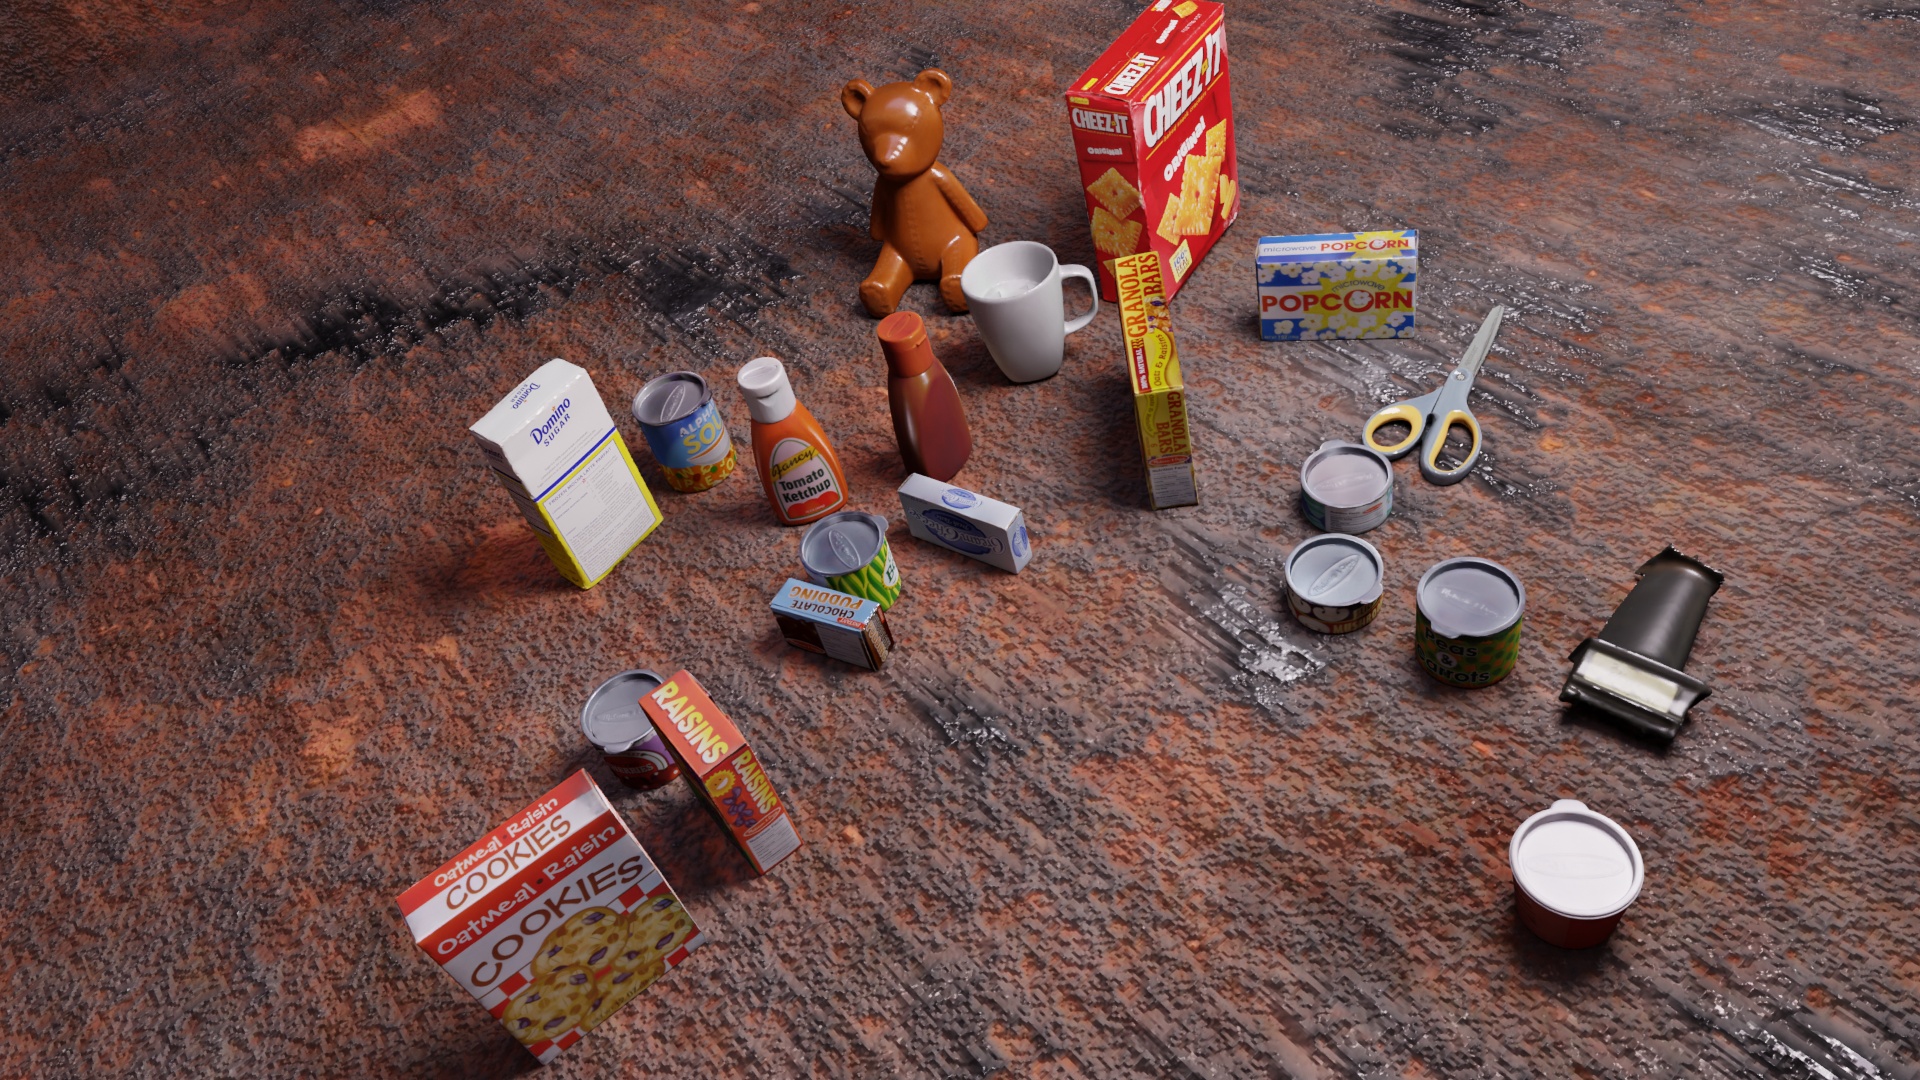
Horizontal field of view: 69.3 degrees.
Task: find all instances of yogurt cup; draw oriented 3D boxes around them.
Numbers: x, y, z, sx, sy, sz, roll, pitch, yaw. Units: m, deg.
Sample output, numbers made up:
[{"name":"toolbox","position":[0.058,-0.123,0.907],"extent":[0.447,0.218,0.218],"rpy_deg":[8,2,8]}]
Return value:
[{"name":"yogurt cup","position":[0.342,0.192,0.779],"extent":[0.072,0.053,0.073],"rpy_deg":[-8,46,9]}]

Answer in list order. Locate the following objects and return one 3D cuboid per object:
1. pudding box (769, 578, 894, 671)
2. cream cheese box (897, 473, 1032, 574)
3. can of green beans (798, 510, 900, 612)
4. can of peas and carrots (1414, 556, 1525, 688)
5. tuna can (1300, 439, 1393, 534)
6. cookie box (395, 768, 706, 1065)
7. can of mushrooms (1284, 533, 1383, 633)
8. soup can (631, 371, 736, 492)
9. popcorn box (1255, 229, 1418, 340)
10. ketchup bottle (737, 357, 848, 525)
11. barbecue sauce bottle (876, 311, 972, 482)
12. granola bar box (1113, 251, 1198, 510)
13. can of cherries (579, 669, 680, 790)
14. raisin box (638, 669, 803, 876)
[{"name":"pudding box","position":[-0.095,0.062,1.028],"extent":[0.084,0.049,0.030],"rpy_deg":[13,53,26]},{"name":"cream cheese box","position":[0.004,-0.013,1.068],"extent":[0.104,0.053,0.024],"rpy_deg":[20,56,30]},{"name":"can of green beans","position":[-0.083,0.020,1.058],"extent":[0.071,0.057,0.071],"rpy_deg":[-8,46,9]},{"name":"can of peas and carrots","position":[0.330,0.056,0.907],"extent":[0.071,0.058,0.071],"rpy_deg":[-8,46,9]},{"name":"tuna can","position":[0.285,-0.040,1.028],"extent":[0.071,0.032,0.071],"rpy_deg":[-8,46,9]},{"name":"cookie box","position":[-0.239,0.227,0.831],"extent":[0.123,0.166,0.040],"rpy_deg":[-35,48,-17]},{"name":"can of mushrooms","position":[0.262,0.031,0.967],"extent":[0.071,0.033,0.071],"rpy_deg":[-8,46,9]},{"name":"soup can","position":[-0.232,-0.092,1.188],"extent":[0.071,0.083,0.072],"rpy_deg":[-8,46,9]},{"name":"popcorn box","position":[0.309,-0.209,1.143],"extent":[0.127,0.084,0.038],"rpy_deg":[1,48,17]},{"name":"ketchup bottle","position":[-0.137,-0.079,1.103],"extent":[0.065,0.148,0.044],"rpy_deg":[-21,46,-3]},{"name":"barbecue sauce bottle","position":[-0.031,-0.114,1.106],"extent":[0.044,0.147,0.065],"rpy_deg":[20,56,31]},{"name":"granola bar box","position":[0.151,-0.125,1.082],"extent":[0.039,0.123,0.166],"rpy_deg":[-9,46,8]},{"name":"can of cherries","position":[-0.229,0.137,0.989],"extent":[0.071,0.058,0.072],"rpy_deg":[-8,46,9]},{"name":"raisin box","position":[-0.155,0.152,0.909],"extent":[0.040,0.122,0.086],"rpy_deg":[-36,48,-17]}]
